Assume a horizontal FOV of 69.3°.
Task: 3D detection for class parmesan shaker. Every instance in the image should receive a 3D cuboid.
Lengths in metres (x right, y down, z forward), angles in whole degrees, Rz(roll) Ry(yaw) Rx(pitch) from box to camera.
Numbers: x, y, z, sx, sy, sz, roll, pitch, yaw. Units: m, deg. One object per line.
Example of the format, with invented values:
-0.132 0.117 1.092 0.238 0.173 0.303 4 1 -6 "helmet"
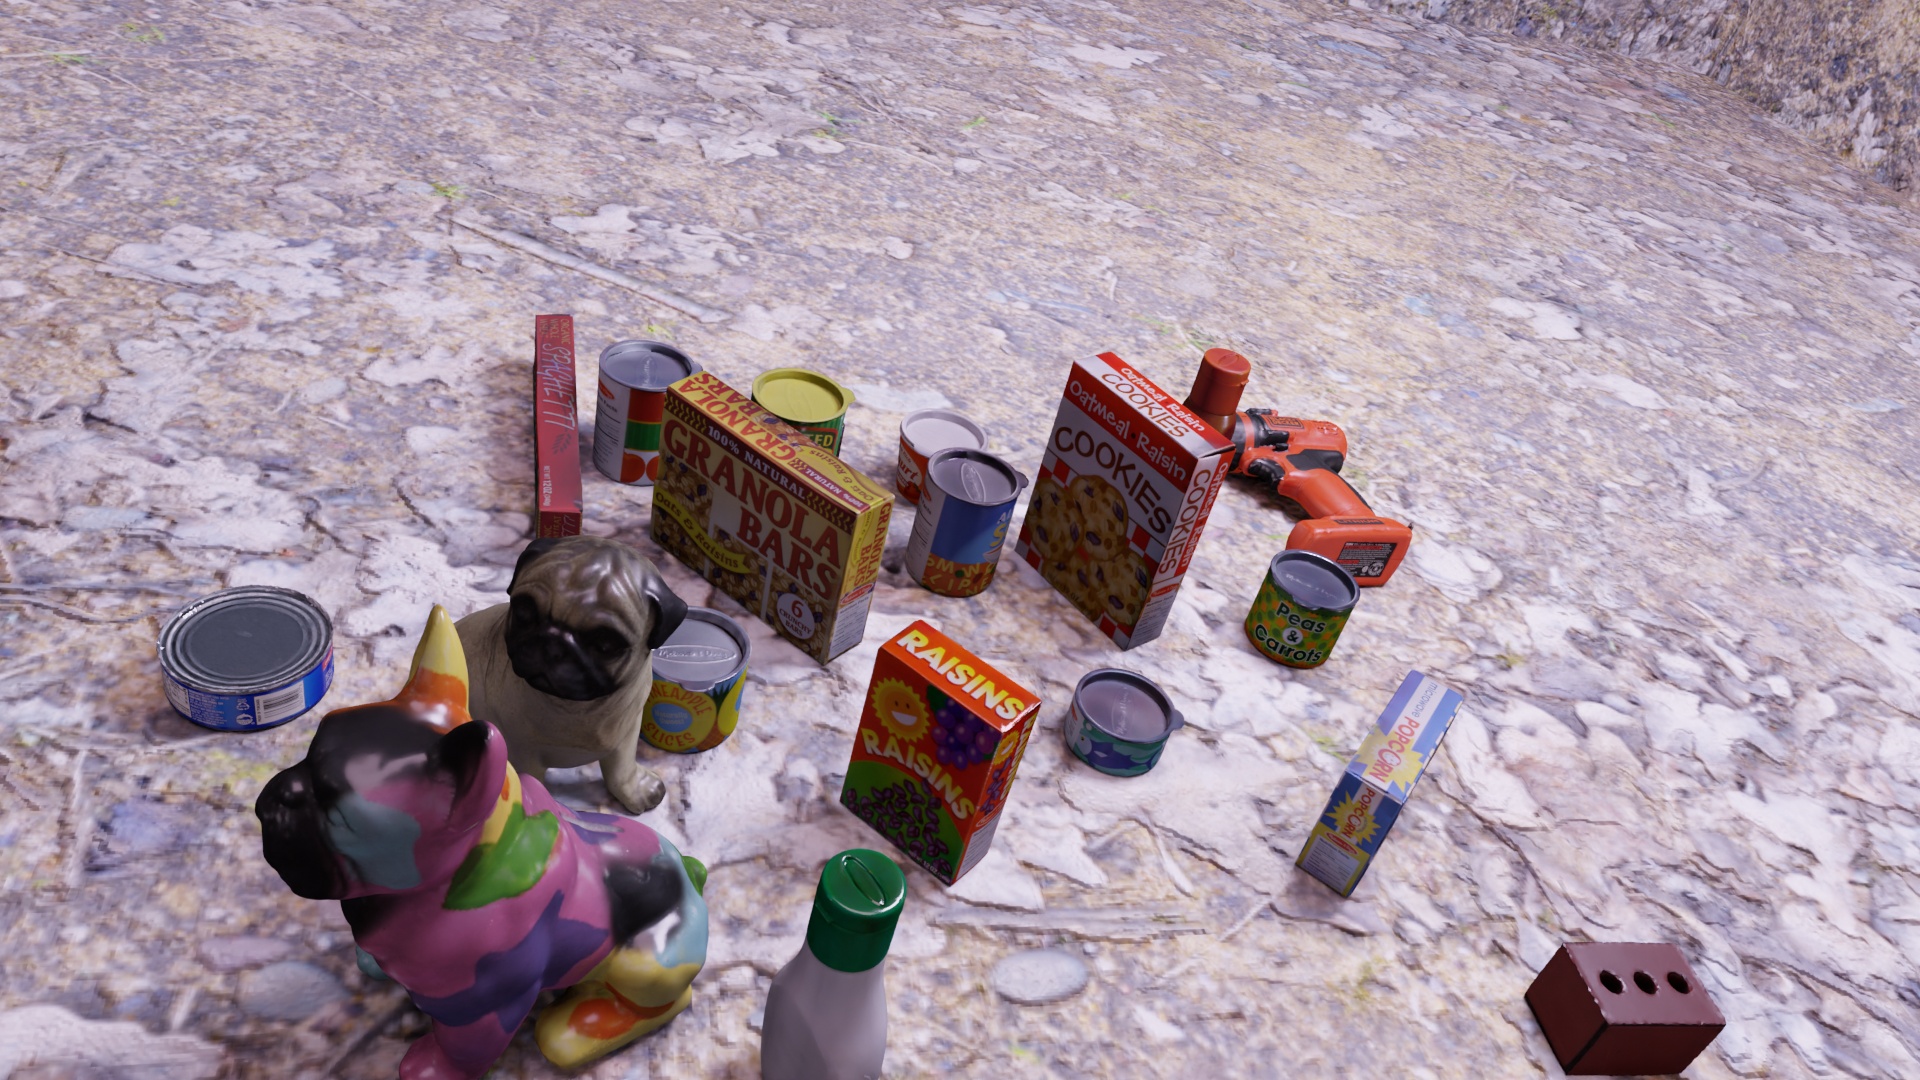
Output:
-0.116 -0.059 0.969 0.071 0.102 0.072 10 36 -7 "parmesan shaker"

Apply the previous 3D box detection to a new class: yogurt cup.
-0.017 -0.060 1.048 0.072 0.053 0.073 10 36 -7 "yogurt cup"

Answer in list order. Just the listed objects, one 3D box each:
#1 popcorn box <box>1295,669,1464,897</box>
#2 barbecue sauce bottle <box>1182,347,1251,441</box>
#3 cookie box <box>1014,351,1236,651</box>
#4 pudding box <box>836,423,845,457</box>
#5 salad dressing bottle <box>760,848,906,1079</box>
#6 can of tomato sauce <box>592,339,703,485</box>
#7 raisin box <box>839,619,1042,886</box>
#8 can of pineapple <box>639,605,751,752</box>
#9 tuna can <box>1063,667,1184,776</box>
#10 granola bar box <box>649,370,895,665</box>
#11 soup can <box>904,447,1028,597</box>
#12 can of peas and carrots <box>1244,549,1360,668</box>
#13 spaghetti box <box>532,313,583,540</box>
0.258 0.146 0.849 0.038 0.084 0.127 31 39 20 "popcorn box"
0.181 -0.075 1.060 0.044 0.147 0.065 34 40 24 "barbecue sauce bottle"
0.109 -0.027 0.954 0.040 0.166 0.123 -17 47 -37 "cookie box"
-0.132 -0.073 1.027 0.084 0.049 0.030 -2 39 -22 "pudding box"
-0.055 0.197 0.612 0.044 0.146 0.064 -16 46 -36 "salad dressing bottle"
-0.224 -0.091 0.988 0.071 0.082 0.071 10 36 -7 "can of tomato sauce"
-0.013 0.116 0.757 0.086 0.122 0.040 33 39 23 "raisin box"
-0.158 0.081 0.804 0.071 0.057 0.071 10 36 -7 "can of pineapple"
0.103 0.115 0.877 0.071 0.032 0.071 10 36 -7 "tuna can"
-0.126 -0.015 0.888 0.166 0.123 0.039 33 39 23 "granola bar box"
0.003 -0.012 0.966 0.071 0.083 0.072 10 36 -7 "soup can"
0.243 0.050 0.993 0.071 0.058 0.071 10 36 -7 "can of peas and carrots"
-0.284 -0.077 0.975 0.029 0.049 0.251 1 38 -19 "spaghetti box"
